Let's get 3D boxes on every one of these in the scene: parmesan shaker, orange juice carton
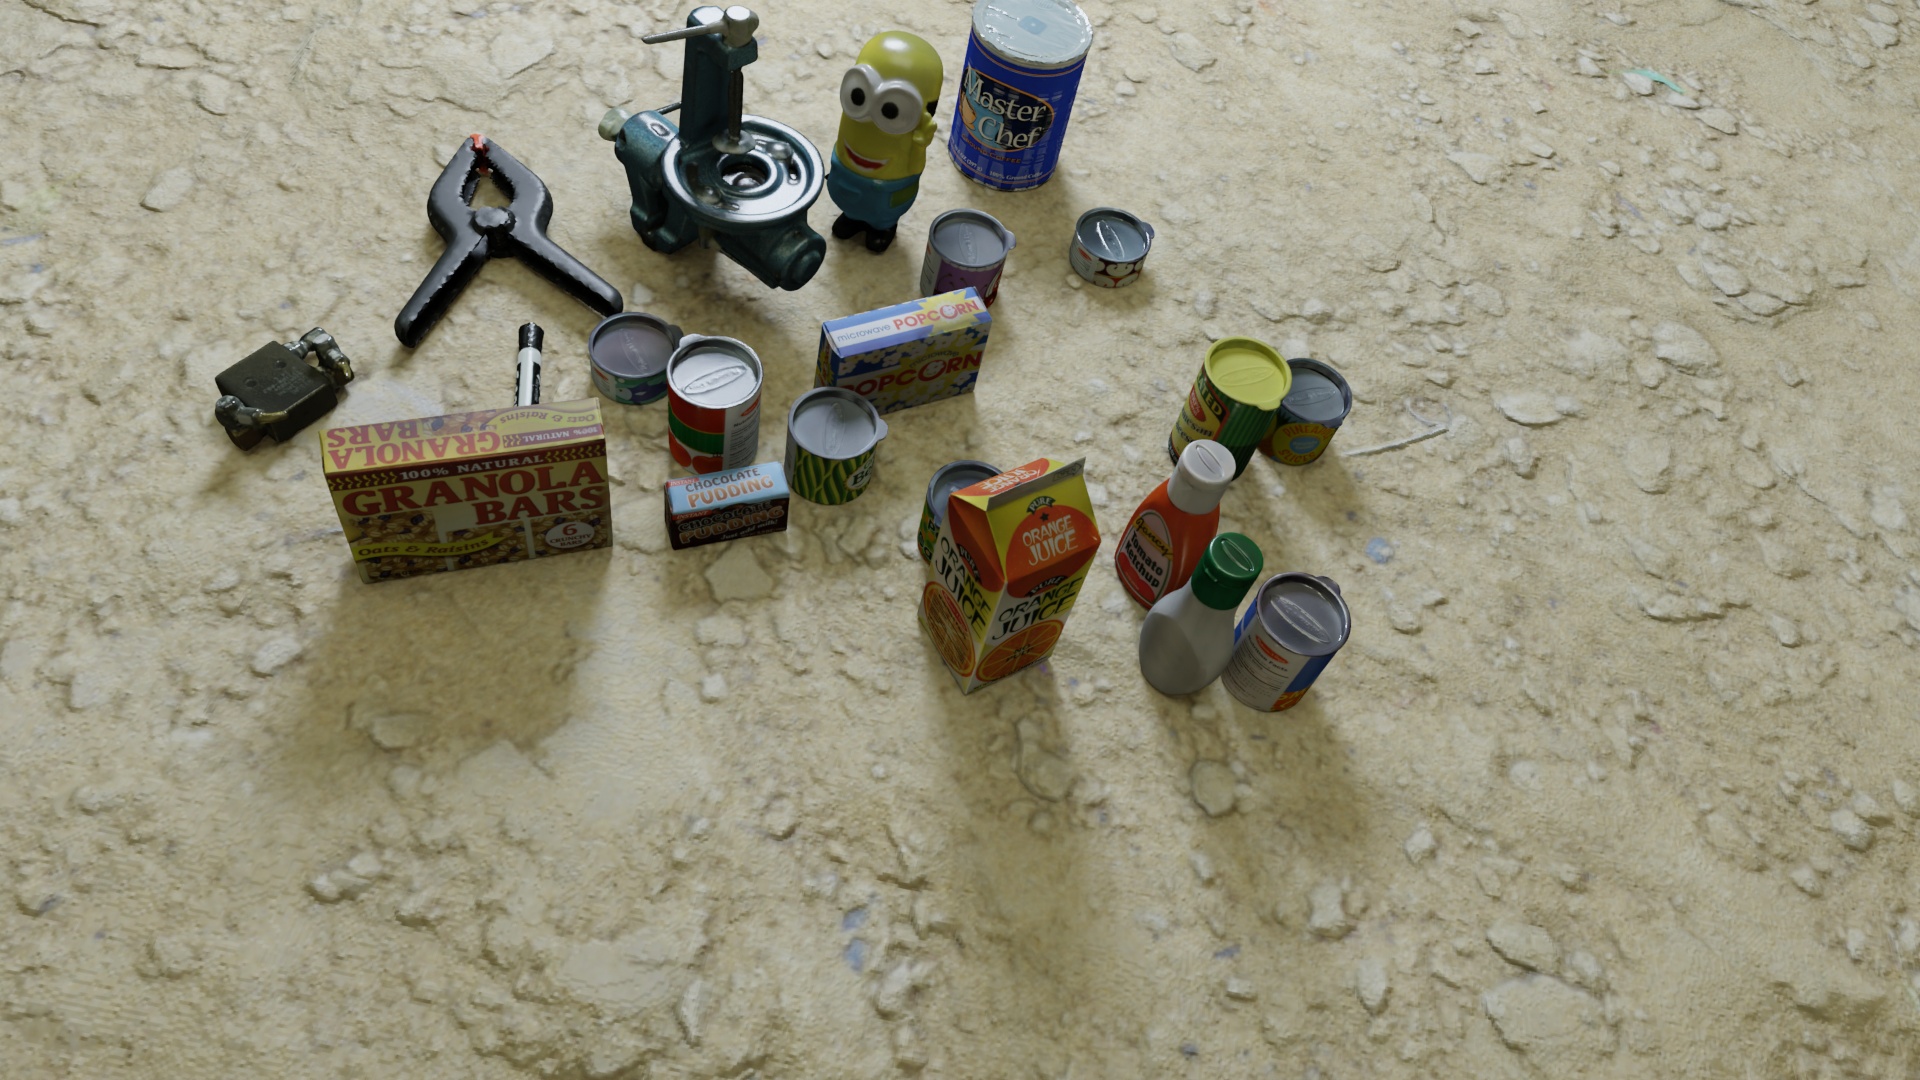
[{"bbox_3d":[0.204,-0.095,1.057,0.071,0.102,0.071,5,56,-8],"label":"parmesan shaker"},{"bbox_3d":[0.031,0.015,0.893,0.072,0.191,0.073,-22,63,-23],"label":"orange juice carton"}]

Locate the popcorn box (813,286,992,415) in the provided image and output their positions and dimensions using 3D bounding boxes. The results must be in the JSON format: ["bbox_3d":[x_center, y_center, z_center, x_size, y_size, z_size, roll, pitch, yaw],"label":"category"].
[{"bbox_3d":[-0.045,-0.138,1.048,0.127,0.084,0.038,-17,61,-21],"label":"popcorn box"}]

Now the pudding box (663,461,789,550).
[{"bbox_3d":[-0.163,-0.025,0.969,0.084,0.049,0.030,-11,59,-18],"label":"pudding box"}]

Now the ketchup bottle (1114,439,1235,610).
[{"bbox_3d":[0.151,-0.012,0.962,0.044,0.148,0.065,-23,63,-24],"label":"ketchup bottle"}]

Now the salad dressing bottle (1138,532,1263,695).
[{"bbox_3d":[0.160,0.050,0.922,0.044,0.146,0.064,-28,66,-26],"label":"salad dressing bottle"}]

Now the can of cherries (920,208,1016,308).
[{"bbox_3d":[0.005,-0.226,1.135,0.071,0.058,0.072,5,55,-8],"label":"can of cherries"}]

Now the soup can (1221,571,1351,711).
[{"bbox_3d":[0.224,0.070,0.960,0.071,0.083,0.072,5,55,-8],"label":"soup can"}]

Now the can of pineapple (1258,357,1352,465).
[{"bbox_3d":[0.269,-0.100,1.101,0.071,0.057,0.071,5,55,-8],"label":"can of pineapple"}]

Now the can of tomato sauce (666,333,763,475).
[{"bbox_3d":[-0.178,-0.096,0.994,0.071,0.082,0.071,5,55,-8],"label":"can of tomato sauce"}]

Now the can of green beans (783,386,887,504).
[{"bbox_3d":[-0.094,-0.068,1.007,0.071,0.057,0.071,5,55,-8],"label":"can of green beans"}]

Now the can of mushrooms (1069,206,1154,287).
[{"bbox_3d":[0.130,-0.252,1.192,0.071,0.033,0.071,5,55,-8],"label":"can of mushrooms"}]

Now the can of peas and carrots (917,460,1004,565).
[{"bbox_3d":[0.004,-0.012,0.988,0.071,0.058,0.071,5,55,-8],"label":"can of peas and carrots"}]

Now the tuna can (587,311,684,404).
[{"bbox_3d":[-0.242,-0.137,1.040,0.071,0.032,0.071,5,55,-8],"label":"tuna can"}]

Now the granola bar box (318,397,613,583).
[{"bbox_3d":[-0.312,-0.031,0.898,0.166,0.123,0.039,-9,59,-17],"label":"granola bar box"}]
